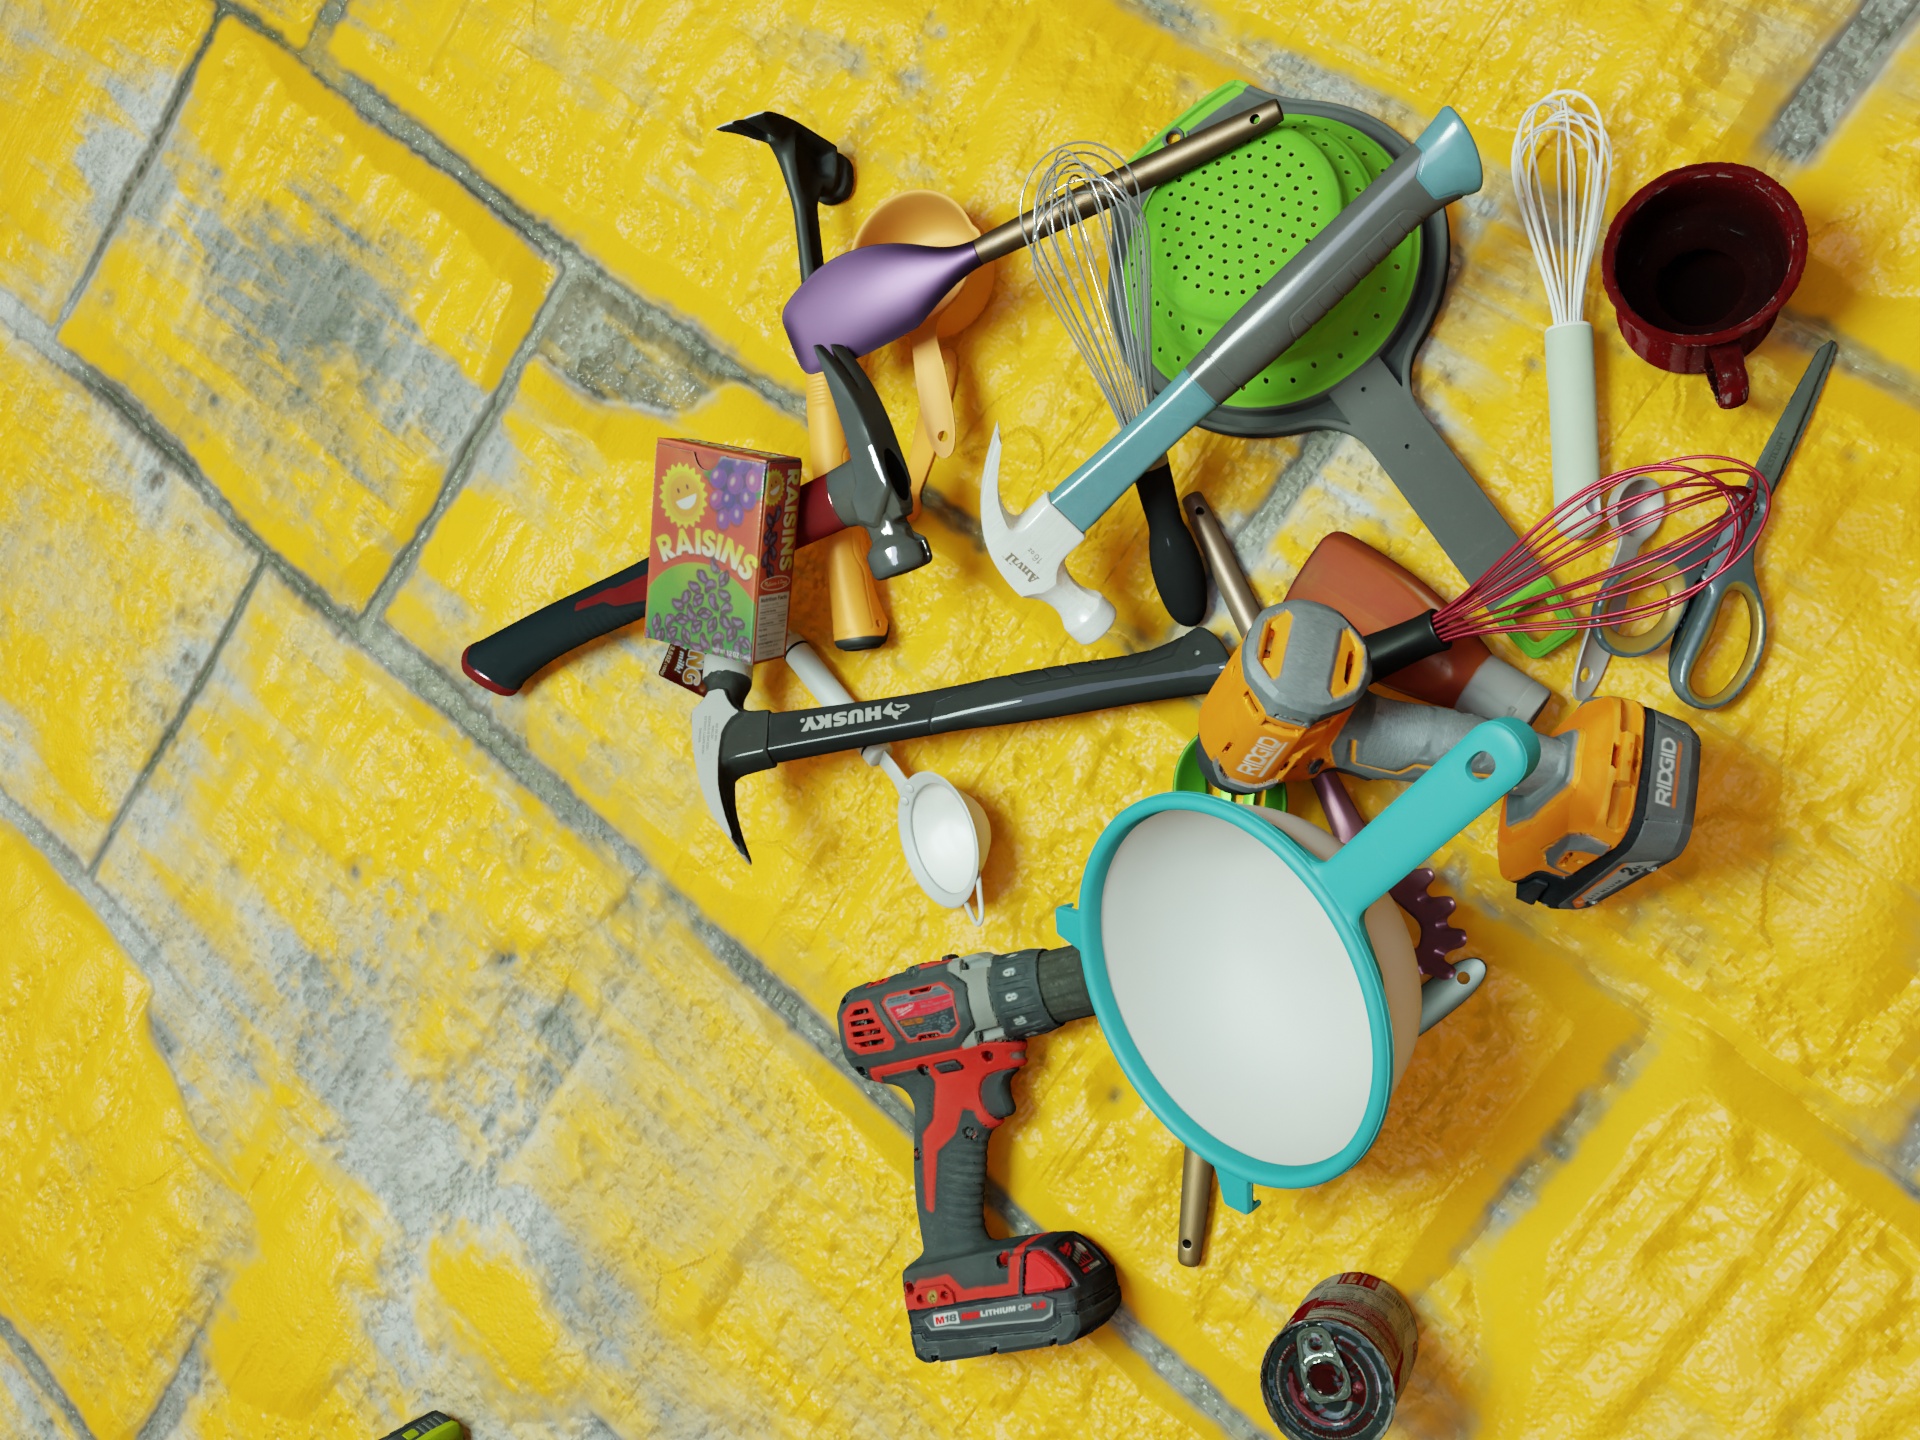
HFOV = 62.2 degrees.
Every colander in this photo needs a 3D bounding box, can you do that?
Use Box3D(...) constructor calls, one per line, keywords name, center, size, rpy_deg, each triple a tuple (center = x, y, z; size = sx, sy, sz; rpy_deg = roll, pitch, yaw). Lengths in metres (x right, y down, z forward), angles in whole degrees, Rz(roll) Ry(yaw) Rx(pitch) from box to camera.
Box3D(name="colander", center=(0.211, -0.205, 0.886), size=(0.204, 0.094, 0.397), rpy_deg=(-37, 73, 17))

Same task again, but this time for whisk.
Box3D(name="whisk", center=(0.264, -0.055, 0.816), size=(0.296, 0.073, 0.073), rpy_deg=(-26, 76, 36))
Box3D(name="whisk", center=(0.330, -0.221, 0.867), size=(0.059, 0.057, 0.246), rpy_deg=(-5, 86, 57))
Box3D(name="whisk", center=(0.098, -0.182, 0.897), size=(0.070, 0.070, 0.284), rpy_deg=(-9, 115, 22))

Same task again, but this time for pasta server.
Box3D(name="pasta server", center=(0.196, 0.005, 0.908), size=(0.060, 0.040, 0.316), rpy_deg=(-22, 75, -1))

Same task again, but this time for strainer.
Box3D(name="strainer", center=(0.189, 0.092, 0.788), size=(0.211, 0.095, 0.340), rpy_deg=(58, 141, 20))
Box3D(name="strainer", center=(-0.046, 0.024, 1.009), size=(0.259, 0.050, 0.086), rpy_deg=(50, 138, 24))

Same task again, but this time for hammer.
Box3D(name="hammer", center=(-0.002, -0.003, 0.956), size=(0.335, 0.035, 0.146), rpy_deg=(-9, 55, 11))
Box3D(name="hammer", center=(-0.088, -0.211, 1.013), size=(0.034, 0.127, 0.337), rpy_deg=(-8, 89, 24))
Box3D(name="hammer", center=(-0.197, -0.108, 1.036), size=(0.386, 0.038, 0.143), rpy_deg=(-19, 92, 32))
Box3D(name="hammer", center=(0.140, -0.187, 0.847), size=(0.128, 0.033, 0.331), rpy_deg=(40, 112, -20))

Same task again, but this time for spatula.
Box3D(name="spatula", center=(0.033, -0.281, 0.910), size=(0.316, 0.018, 0.060), rpy_deg=(-18, 96, 22))

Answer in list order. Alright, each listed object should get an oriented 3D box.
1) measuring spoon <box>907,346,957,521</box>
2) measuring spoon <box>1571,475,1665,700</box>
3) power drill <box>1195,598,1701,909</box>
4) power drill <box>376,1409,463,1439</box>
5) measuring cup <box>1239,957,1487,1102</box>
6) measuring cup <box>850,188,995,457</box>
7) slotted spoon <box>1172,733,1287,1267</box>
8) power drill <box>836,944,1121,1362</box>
Box3D(name="measuring spoon", center=(-0.023, -0.186, 1.030), size=(0.021, 0.011, 0.117), rpy_deg=(16, 93, 23))
Box3D(name="measuring spoon", center=(0.348, -0.071, 0.859), size=(0.018, 0.034, 0.124), rpy_deg=(30, 107, 64))
Box3D(name="power drill", center=(0.233, 0.023, 0.816), size=(0.226, 0.164, 0.084), rpy_deg=(17, 67, 0))
Box3D(name="power drill", center=(-0.300, 0.558, 1.062), size=(0.223, 0.080, 0.171), rpy_deg=(11, 91, 20))
Box3D(name="measuring cup", center=(0.223, 0.187, 0.881), size=(0.167, 0.038, 0.083), rpy_deg=(-44, 71, 17))
Box3D(name="measuring cup", center=(-0.014, -0.246, 1.010), size=(0.095, 0.052, 0.174), rpy_deg=(-12, 83, 22))
Box3D(name="slotted spoon", center=(0.146, 0.160, 0.924), size=(0.070, 0.031, 0.314), rpy_deg=(5, 90, 29))
Box3D(name="power drill", center=(0.032, 0.246, 0.942), size=(0.188, 0.080, 0.227), rpy_deg=(-17, 77, 21))
